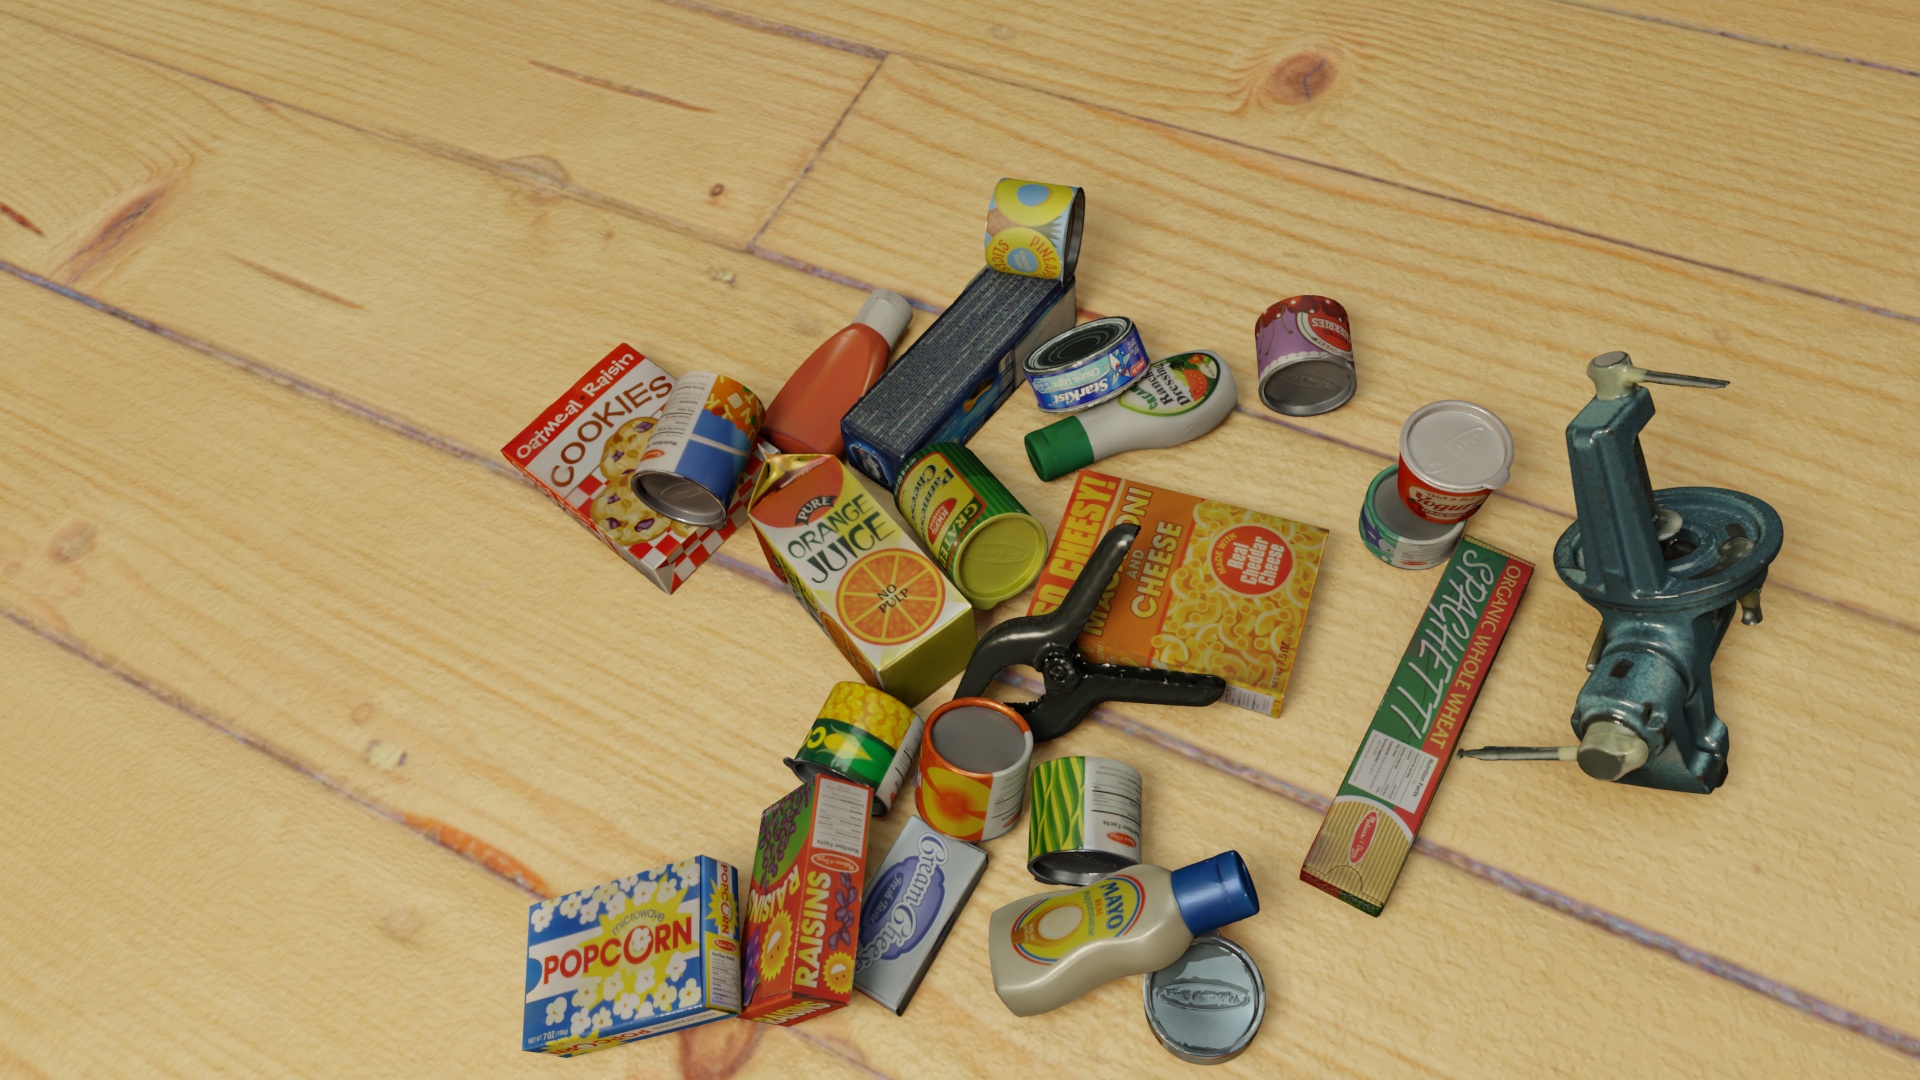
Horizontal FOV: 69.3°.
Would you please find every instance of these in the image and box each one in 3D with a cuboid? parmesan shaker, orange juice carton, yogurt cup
[{"bbox_3d":[0.003,-0.011,0.908,0.071,0.071,0.103,-29,39,-10],"label":"parmesan shaker"},{"bbox_3d":[-0.075,0.016,0.914,0.073,0.071,0.193,-36,62,-14],"label":"orange juice carton"},{"bbox_3d":[0.307,-0.047,0.873,0.072,0.053,0.073,-3,59,5],"label":"yogurt cup"}]

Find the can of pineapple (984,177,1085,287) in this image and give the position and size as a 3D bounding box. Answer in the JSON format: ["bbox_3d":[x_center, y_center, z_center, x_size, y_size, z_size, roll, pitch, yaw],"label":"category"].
[{"bbox_3d":[0.052,-0.216,0.971,0.058,0.070,0.071,11,61,13],"label":"can of pineapple"}]

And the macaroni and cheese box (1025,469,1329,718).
[{"bbox_3d":[0.139,0.032,0.896,0.166,0.040,0.124,15,63,15],"label":"macaroni and cheese box"}]

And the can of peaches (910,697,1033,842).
[{"bbox_3d":[0.006,0.135,0.827,0.071,0.057,0.071,5,38,-4],"label":"can of peaches"}]

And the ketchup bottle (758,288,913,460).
[{"bbox_3d":[-0.085,-0.120,1.013,0.065,0.043,0.149,22,64,19],"label":"ketchup bottle"}]

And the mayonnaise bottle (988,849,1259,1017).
[{"bbox_3d":[0.089,0.211,0.765,0.148,0.041,0.065,-24,34,14],"label":"mayonnaise bottle"}]

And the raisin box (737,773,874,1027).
[{"bbox_3d":[-0.090,0.206,0.791,0.040,0.085,0.124,20,57,-24],"label":"raisin box"}]

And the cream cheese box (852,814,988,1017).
[{"bbox_3d":[-0.032,0.218,0.814,0.053,0.024,0.104,25,65,20],"label":"cream cheese box"}]

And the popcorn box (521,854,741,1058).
[{"bbox_3d":[-0.186,0.238,0.791,0.126,0.038,0.085,-20,57,19],"label":"popcorn box"}]

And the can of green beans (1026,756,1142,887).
[{"bbox_3d":[0.073,0.164,0.809,0.071,0.071,0.058,0,59,7],"label":"can of green beans"}]

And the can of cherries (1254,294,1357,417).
[{"bbox_3d":[0.240,-0.129,0.962,0.071,0.071,0.058,0,59,7],"label":"can of cherries"}]

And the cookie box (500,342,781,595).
[{"bbox_3d":[-0.226,-0.056,0.994,0.168,0.040,0.123,34,69,24],"label":"cookie box"}]

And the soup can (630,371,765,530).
[{"bbox_3d":[-0.173,-0.060,0.931,0.071,0.071,0.084,10,61,13],"label":"soup can"}]

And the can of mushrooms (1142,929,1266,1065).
[{"bbox_3d":[0.134,0.251,0.768,0.071,0.033,0.071,-3,59,6],"label":"can of mushrooms"}]

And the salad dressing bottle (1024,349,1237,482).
[{"bbox_3d":[0.118,-0.085,0.966,0.148,0.043,0.064,-24,53,-7],"label":"salad dressing bottle"}]

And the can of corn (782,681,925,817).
[{"bbox_3d":[-0.064,0.126,0.848,0.071,0.071,0.058,19,63,18],"label":"can of corn"}]

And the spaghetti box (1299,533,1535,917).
[{"bbox_3d":[0.279,0.106,0.840,0.050,0.028,0.251,25,65,20],"label":"spaghetti box"}]

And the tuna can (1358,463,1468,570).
[{"bbox_3d":[0.296,-0.019,0.910,0.071,0.032,0.071,-3,59,5],"label":"tuna can"}]
